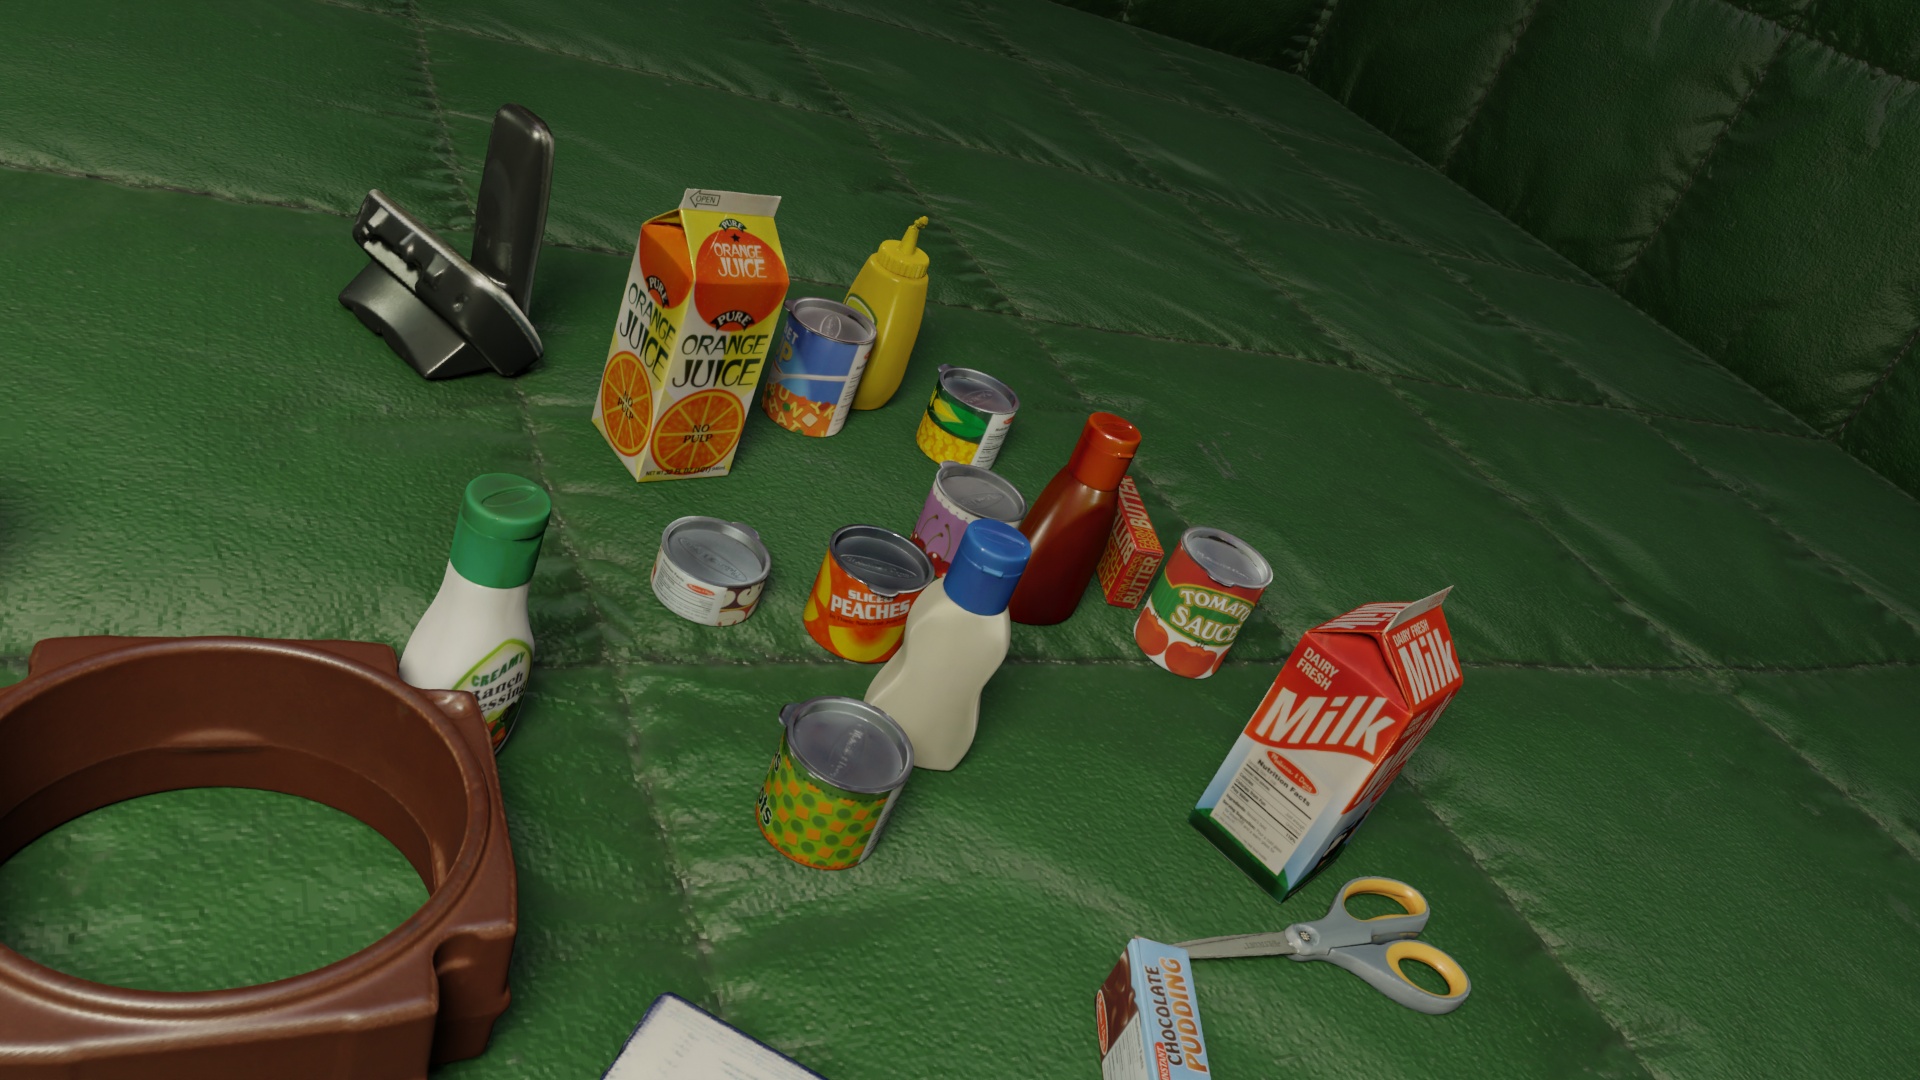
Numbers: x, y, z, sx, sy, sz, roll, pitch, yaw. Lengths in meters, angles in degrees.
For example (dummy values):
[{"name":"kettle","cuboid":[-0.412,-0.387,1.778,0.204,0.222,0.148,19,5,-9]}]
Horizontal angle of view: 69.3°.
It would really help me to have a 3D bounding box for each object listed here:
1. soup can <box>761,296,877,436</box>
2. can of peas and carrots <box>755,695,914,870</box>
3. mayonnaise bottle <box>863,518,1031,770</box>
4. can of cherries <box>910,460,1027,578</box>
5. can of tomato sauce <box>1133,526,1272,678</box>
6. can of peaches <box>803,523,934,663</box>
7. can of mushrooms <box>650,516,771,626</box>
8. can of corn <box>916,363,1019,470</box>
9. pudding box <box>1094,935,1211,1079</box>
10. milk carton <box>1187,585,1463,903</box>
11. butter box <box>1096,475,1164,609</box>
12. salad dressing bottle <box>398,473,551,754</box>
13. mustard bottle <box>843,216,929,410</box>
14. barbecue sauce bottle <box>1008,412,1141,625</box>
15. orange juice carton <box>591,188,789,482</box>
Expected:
[{"name":"soup can","cuboid":[-0.109,-0.130,1.032,0.071,0.083,0.072,17,31,-11]},{"name":"can of peas and carrots","cuboid":[-0.066,0.120,0.694,0.071,0.058,0.071,17,31,-11]},{"name":"mayonnaise bottle","cuboid":[-0.005,0.057,0.748,0.065,0.147,0.041,19,30,-8]},{"name":"can of cherries","cuboid":[0.003,-0.012,0.949,0.071,0.058,0.072,17,31,-11]},{"name":"can of tomato sauce","cuboid":[0.164,0.044,0.948,0.071,0.082,0.071,17,31,-11]},{"name":"can of peaches","cuboid":[-0.056,0.033,0.837,0.071,0.057,0.071,17,31,-11]},{"name":"can of mushrooms","cuboid":[-0.147,0.017,0.825,0.071,0.033,0.071,17,31,-11]},{"name":"can of corn","cuboid":[0.003,-0.095,1.078,0.071,0.058,0.071,17,31,-11]},{"name":"pudding box","cuboid":[0.087,0.230,0.635,0.030,0.049,0.084,17,31,-12]},{"name":"milk carton","cuboid":[0.212,0.105,0.779,0.073,0.189,0.072,41,34,27]},{"name":"butter box","cuboid":[0.117,-0.001,1.015,0.024,0.052,0.104,13,32,-18]},{"name":"salad dressing bottle","cuboid":[-0.219,0.039,0.629,0.044,0.147,0.064,36,32,21]},{"name":"mustard bottle","cuboid":[-0.059,-0.179,1.067,0.049,0.159,0.065,-9,43,-43]},{"name":"barbecue sauce bottle","cuboid":[0.072,-0.013,0.909,0.065,0.147,0.044,0,38,-35]},{"name":"orange juice carton","cuboid":[-0.170,-0.137,0.893,0.072,0.191,0.073,-7,42,-42]}]
